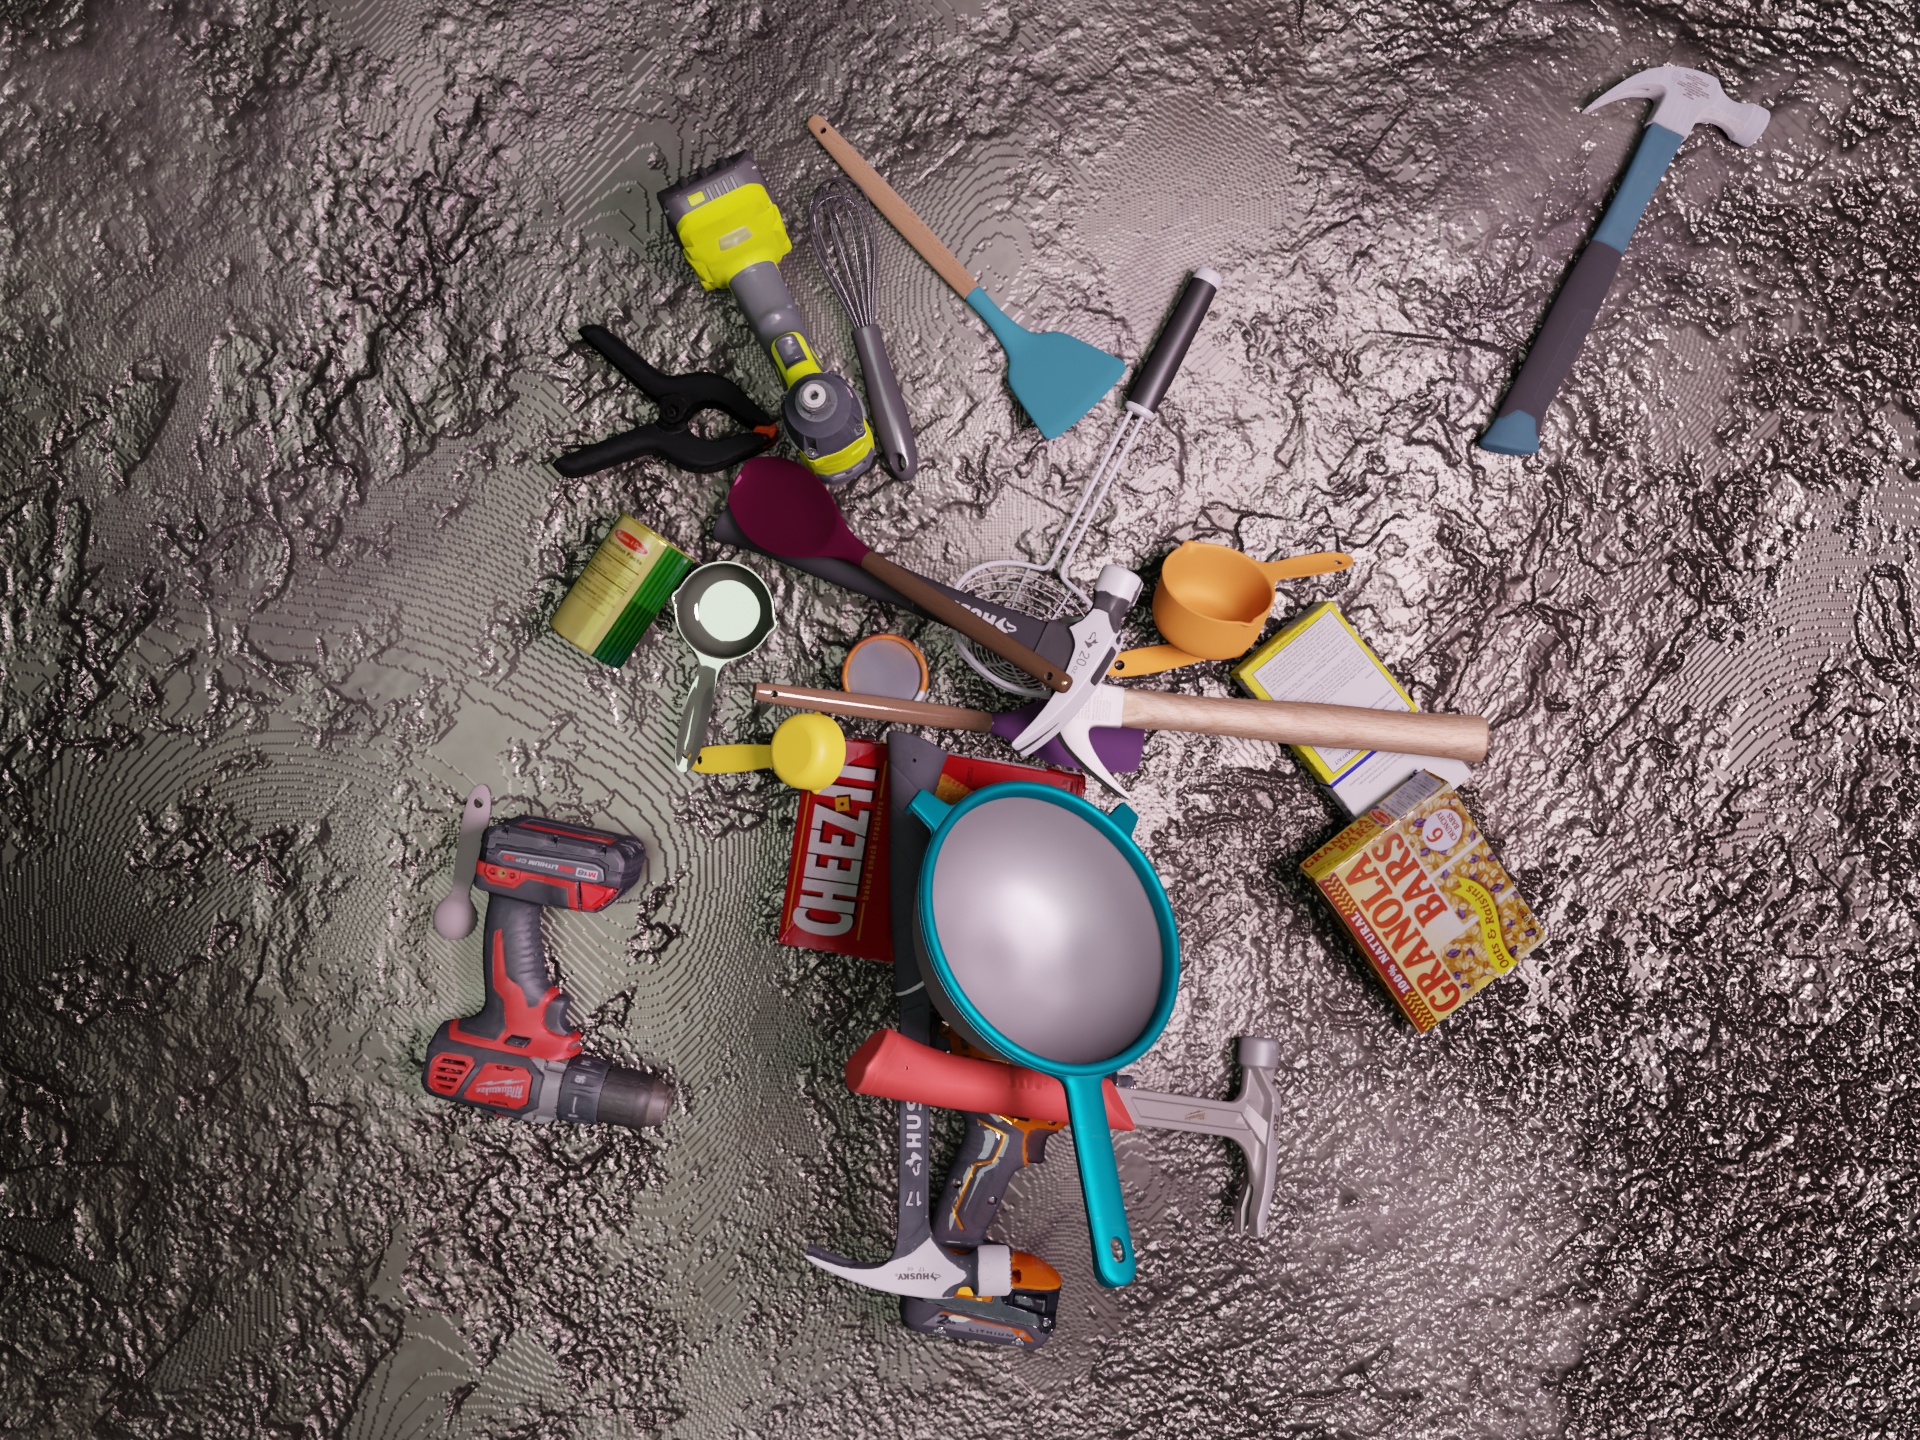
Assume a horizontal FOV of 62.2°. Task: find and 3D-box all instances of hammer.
[{"bbox_3d":[0.230,0.003,1.177,0.331,0.031,0.130,5,89,-7],"label":"hammer"},{"bbox_3d":[0.497,-0.354,1.236,0.128,0.033,0.331,27,90,-1],"label":"hammer"},{"bbox_3d":[-0.043,-0.092,1.172,0.335,0.035,0.146,23,84,22],"label":"hammer"},{"bbox_3d":[0.083,0.284,1.152,0.358,0.037,0.149,14,77,-26],"label":"hammer"},{"bbox_3d":[-0.039,0.212,1.157,0.149,0.036,0.409,0,87,-1],"label":"hammer"}]

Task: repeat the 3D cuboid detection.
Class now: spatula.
[{"bbox_3d":[-0.002,-0.004,1.195,0.315,0.018,0.060,7,91,-21],"label":"spatula"},{"bbox_3d":[-0.008,-0.353,1.228,0.082,0.044,0.317,-43,89,3],"label":"spatula"}]

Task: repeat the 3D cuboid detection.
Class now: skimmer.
[{"bbox_3d":[0.111,-0.186,1.206,0.127,0.090,0.363,28,90,0],"label":"skimmer"}]

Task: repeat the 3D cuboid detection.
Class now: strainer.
[{"bbox_3d":[0.054,0.213,1.085,0.211,0.095,0.341,5,63,-32],"label":"strainer"}]

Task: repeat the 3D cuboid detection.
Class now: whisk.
[{"bbox_3d":[-0.070,-0.302,1.229,0.055,0.055,0.239,-15,95,0],"label":"whisk"}]

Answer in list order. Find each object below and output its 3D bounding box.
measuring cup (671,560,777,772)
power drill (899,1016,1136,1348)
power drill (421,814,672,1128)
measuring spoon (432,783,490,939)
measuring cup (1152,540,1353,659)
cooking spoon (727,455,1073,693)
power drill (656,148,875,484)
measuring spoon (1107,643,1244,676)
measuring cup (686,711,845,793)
[{"bbox_3d":[-0.193,-0.042,1.234,0.083,0.038,0.167,16,96,-2],"label":"measuring cup"},{"bbox_3d":[0.041,0.351,1.214,0.164,0.084,0.226,9,86,-1],"label":"power drill"},{"bbox_3d":[-0.299,0.199,1.214,0.188,0.080,0.226,12,93,0],"label":"power drill"},{"bbox_3d":[-0.387,0.111,1.240,0.034,0.018,0.124,11,89,0],"label":"measuring spoon"},{"bbox_3d":[0.227,-0.096,1.228,0.173,0.052,0.095,-12,52,-25],"label":"measuring cup"},{"bbox_3d":[-0.048,-0.104,1.148,0.319,0.017,0.069,34,98,24],"label":"cooking spoon"},{"bbox_3d":[-0.134,-0.291,1.167,0.080,0.171,0.223,-27,87,0],"label":"power drill"},{"bbox_3d":[0.167,-0.051,1.246,0.117,0.011,0.021,-10,90,0],"label":"measuring spoon"},{"bbox_3d":[-0.156,0.026,1.196,0.156,0.029,0.062,-5,82,33],"label":"measuring cup"}]
